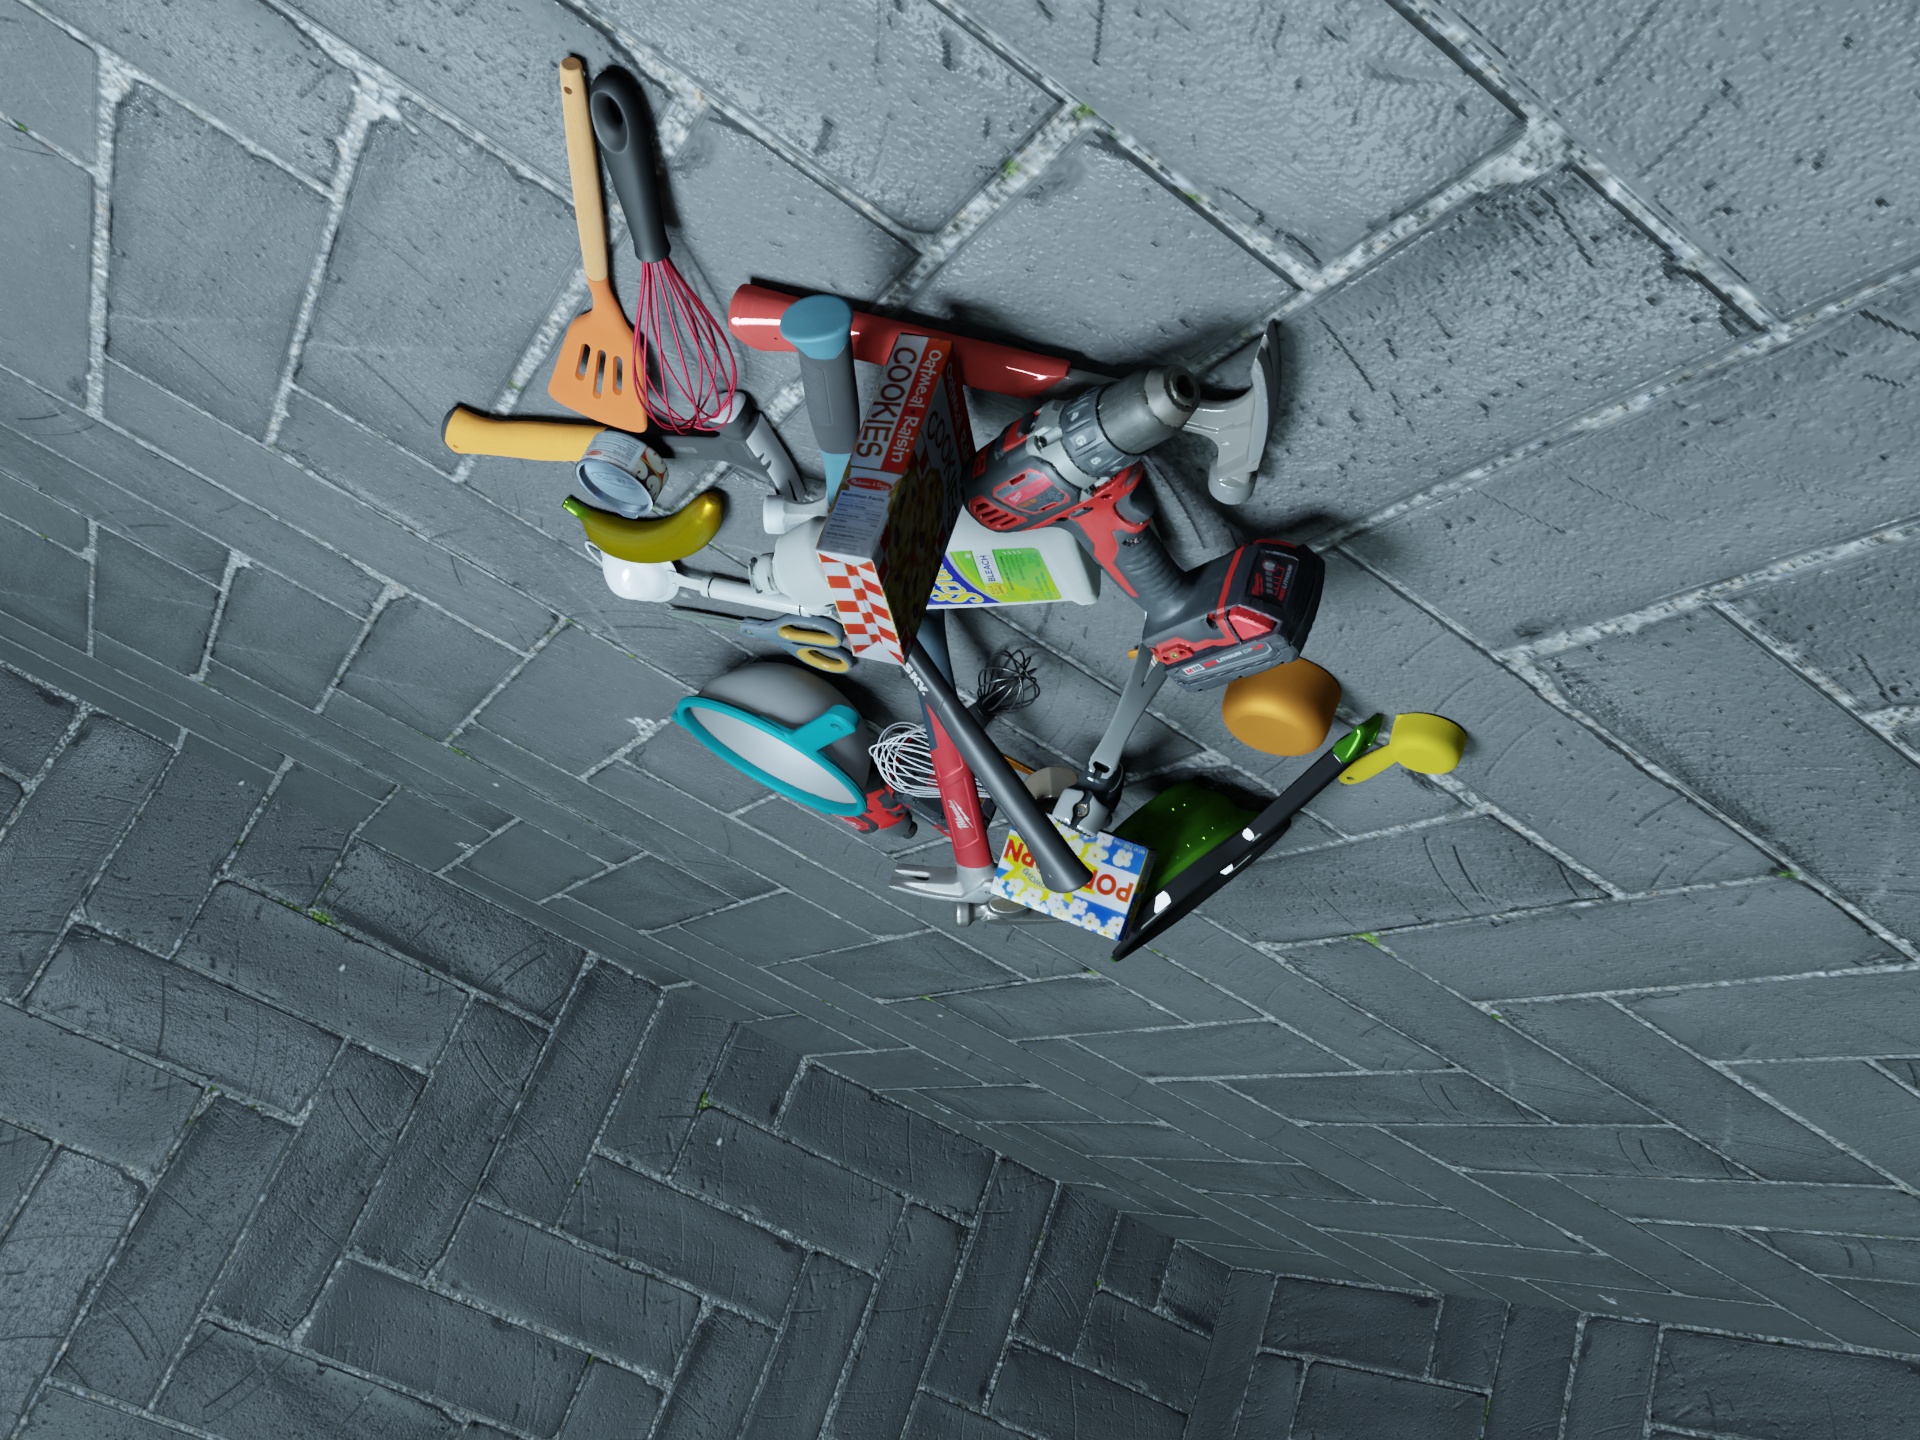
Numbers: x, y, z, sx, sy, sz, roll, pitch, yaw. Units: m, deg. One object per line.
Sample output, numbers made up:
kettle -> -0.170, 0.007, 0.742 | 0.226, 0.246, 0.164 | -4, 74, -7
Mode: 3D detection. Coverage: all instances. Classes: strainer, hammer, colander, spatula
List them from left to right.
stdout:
spatula -> -0.248, -0.308, 1.063 | 0.081, 0.041, 0.322 | 22, 155, 2
hammer -> -0.286, -0.220, 1.289 | 0.337, 0.034, 0.127 | 9, 152, 28
strainer -> -0.238, -0.123, 1.449 | 0.258, 0.050, 0.086 | 12, 140, 14
strainer -> -0.143, -0.007, 1.514 | 0.211, 0.095, 0.340 | 33, 160, -14
hammer -> -0.085, -0.193, 1.072 | 0.128, 0.033, 0.331 | 1, 166, 0
hammer -> -0.026, 0.016, 1.392 | 0.143, 0.038, 0.385 | 3, 131, 18
hammer -> -0.002, -0.004, 1.264 | 0.335, 0.035, 0.146 | 54, 146, 1
hammer -> 0.021, -0.229, 1.005 | 0.359, 0.037, 0.149 | 16, 155, 12
hammer -> 0.082, 0.135, 1.603 | 0.146, 0.038, 0.410 | -2, 157, -6
hammer -> 0.127, 0.039, 1.337 | 0.036, 0.149, 0.408 | 26, 174, 7
colander -> 0.228, 0.079, 1.404 | 0.094, 0.204, 0.397 | 53, 142, 14

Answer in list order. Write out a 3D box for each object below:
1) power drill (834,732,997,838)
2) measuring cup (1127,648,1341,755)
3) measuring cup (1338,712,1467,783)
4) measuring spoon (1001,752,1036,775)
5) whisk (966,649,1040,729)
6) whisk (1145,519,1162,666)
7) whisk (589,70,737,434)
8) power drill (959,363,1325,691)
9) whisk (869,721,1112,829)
power drill -> -0.061, 0.081, 1.685 | 0.143, 0.079, 0.220 | 35, 156, -27
measuring cup -> 0.211, -0.018, 1.264 | 0.174, 0.052, 0.095 | 12, 155, 16
measuring cup -> 0.349, 0.036, 1.289 | 0.062, 0.029, 0.156 | 26, 154, -9
measuring spoon -> 0.035, 0.039, 1.587 | 0.117, 0.011, 0.021 | 25, 156, -7
whisk -> 0.022, -0.013, 1.448 | 0.055, 0.055, 0.239 | 25, 160, -7
whisk -> 0.139, -0.109, 1.148 | 0.059, 0.058, 0.246 | -22, 138, 9
whisk -> -0.198, -0.292, 1.040 | 0.073, 0.073, 0.295 | 16, 150, 13
power drill -> 0.131, -0.124, 1.003 | 0.226, 0.080, 0.188 | 37, 148, -23
whisk -> 0.035, 0.063, 1.540 | 0.284, 0.070, 0.070 | 19, 161, -31
